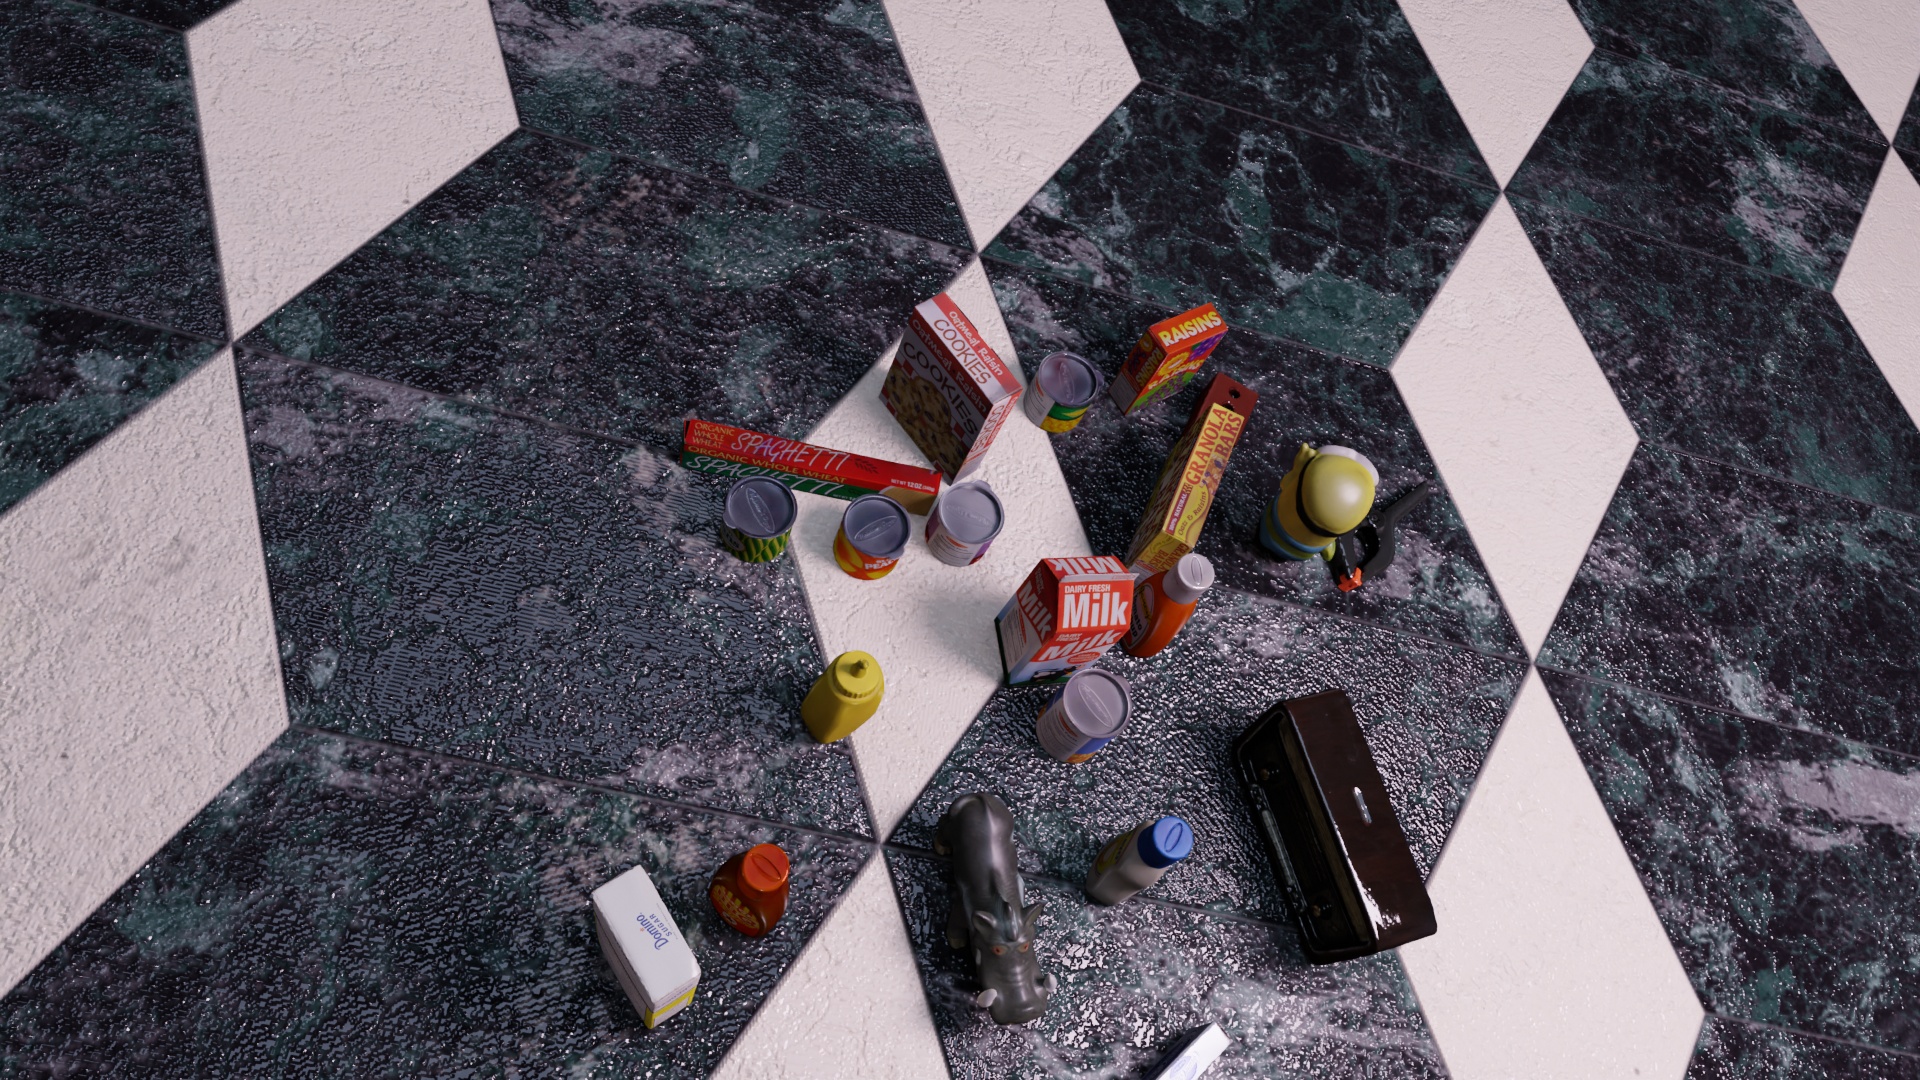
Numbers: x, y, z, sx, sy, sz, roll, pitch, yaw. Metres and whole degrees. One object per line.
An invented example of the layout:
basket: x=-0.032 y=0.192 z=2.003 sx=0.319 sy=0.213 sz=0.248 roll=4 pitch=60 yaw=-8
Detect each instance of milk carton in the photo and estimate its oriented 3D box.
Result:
milk carton: x=0.096 y=0.068 z=1.259 sx=0.072 sy=0.189 sz=0.074 roll=-2 pitch=66 yaw=-17

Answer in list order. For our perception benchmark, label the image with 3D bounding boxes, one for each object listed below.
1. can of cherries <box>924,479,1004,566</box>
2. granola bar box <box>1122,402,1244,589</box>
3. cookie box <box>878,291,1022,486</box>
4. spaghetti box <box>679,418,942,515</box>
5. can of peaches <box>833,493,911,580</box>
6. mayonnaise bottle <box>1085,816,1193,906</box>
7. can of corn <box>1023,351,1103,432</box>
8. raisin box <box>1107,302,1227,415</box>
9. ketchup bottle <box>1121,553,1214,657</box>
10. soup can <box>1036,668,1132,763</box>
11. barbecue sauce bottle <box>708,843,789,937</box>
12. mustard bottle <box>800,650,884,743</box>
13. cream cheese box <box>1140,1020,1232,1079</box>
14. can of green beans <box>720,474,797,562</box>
can of cherries: x=0.005 y=-0.017 z=1.350 sx=0.071 sy=0.058 sz=0.072 roll=7 pitch=63 yaw=-13
granola bar box: x=0.218 y=-0.041 z=1.387 sx=0.039 sy=0.123 sz=0.166 roll=28 pitch=60 yaw=-2
cookie box: x=-0.012 y=-0.144 z=1.345 sx=0.040 sy=0.166 sz=0.123 roll=-32 pitch=77 yaw=-27
spaghetti box: x=-0.145 y=-0.069 z=1.337 sx=0.250 sy=0.050 sz=0.029 roll=11 pitch=62 yaw=-11
can of peaches: x=-0.083 y=-0.001 z=1.317 sx=0.071 sy=0.057 sz=0.071 roll=7 pitch=63 yaw=-13
mayonnaise bottle: x=0.156 y=0.273 z=1.201 sx=0.041 sy=0.147 sz=0.065 roll=34 pitch=61 yaw=2
can of corn: x=0.107 y=-0.154 z=1.448 sx=0.071 sy=0.058 sz=0.071 roll=7 pitch=63 yaw=-13
raisin box: x=0.216 y=-0.190 z=1.460 sx=0.086 sy=0.122 sz=0.040 roll=-24 pitch=74 yaw=-25
ketchup bottle: x=0.195 y=0.058 z=1.317 sx=0.043 sy=0.148 sz=0.065 roll=2 pitch=65 yaw=-15
soup can: x=0.115 y=0.161 z=1.280 sx=0.071 sy=0.083 sz=0.071 roll=7 pitch=63 yaw=-13
barbecue sauce bottle: x=-0.164 y=0.275 z=1.105 sx=0.065 sy=0.148 sz=0.044 roll=41 pitch=61 yaw=6
mustard bottle: x=-0.096 y=0.128 z=1.191 sx=0.065 sy=0.159 sz=0.049 roll=-29 pitch=76 yaw=-26
cream cheese box: x=0.180 y=0.451 z=1.174 sx=0.104 sy=0.053 sz=0.024 roll=-35 pitch=78 yaw=-27
can of green beans: x=-0.189 y=-0.020 z=1.295 sx=0.071 sy=0.057 sz=0.071 roll=7 pitch=63 yaw=-13
